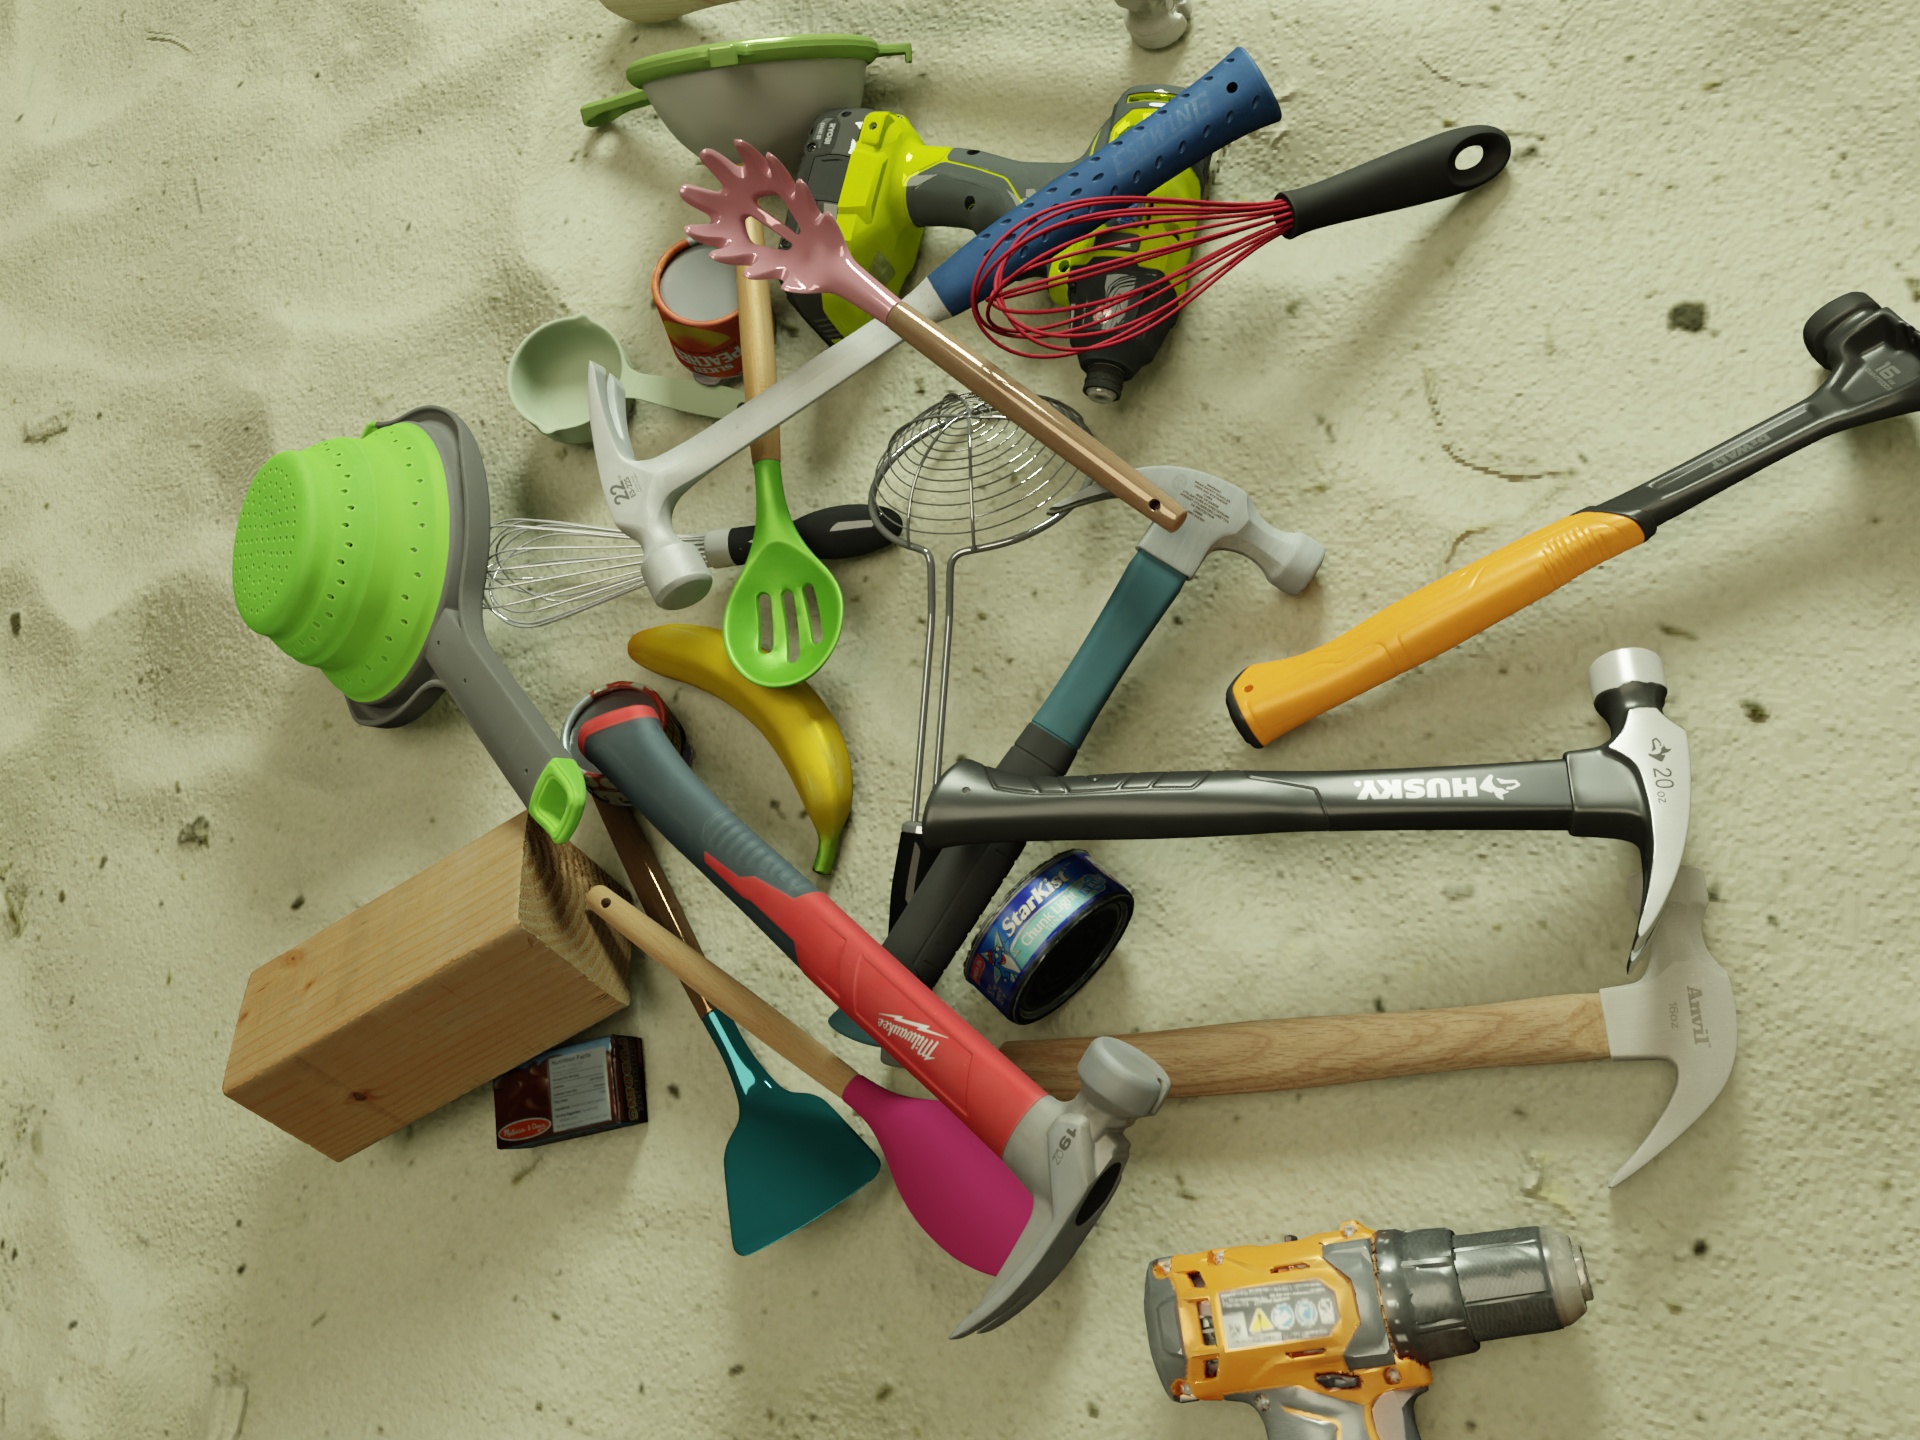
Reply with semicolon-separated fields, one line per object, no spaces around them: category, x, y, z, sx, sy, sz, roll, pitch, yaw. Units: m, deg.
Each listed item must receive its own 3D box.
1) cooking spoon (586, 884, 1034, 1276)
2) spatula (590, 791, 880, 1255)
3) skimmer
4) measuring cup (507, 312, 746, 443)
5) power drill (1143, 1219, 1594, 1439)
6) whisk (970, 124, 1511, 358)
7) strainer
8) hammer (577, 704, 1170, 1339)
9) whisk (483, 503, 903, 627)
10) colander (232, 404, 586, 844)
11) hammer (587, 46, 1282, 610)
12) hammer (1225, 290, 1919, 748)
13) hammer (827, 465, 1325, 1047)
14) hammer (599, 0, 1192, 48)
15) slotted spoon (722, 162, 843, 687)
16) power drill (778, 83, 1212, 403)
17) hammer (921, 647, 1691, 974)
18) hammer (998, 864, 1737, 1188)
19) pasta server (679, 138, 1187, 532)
cooking spoon;-0.075;0.170;0.801;0.319;0.017;0.069;31;74;23
spatula;-0.145;0.134;0.864;0.082;0.044;0.318;-30;63;-6
skimmer;-0.001;-0.003;0.847;0.127;0.090;0.363;4;88;23
measuring cup;-0.198;-0.201;0.991;0.167;0.038;0.083;12;78;9
power drill;0.182;0.322;0.650;0.185;0.084;0.226;-16;66;18
whisk;0.142;-0.243;0.782;0.296;0.073;0.073;-20;66;-11
strainer;-0.158;-0.372;0.992;0.256;0.151;0.069;9;113;44
hammer;-0.078;0.116;0.770;0.387;0.038;0.143;36;100;35
whisk;-0.168;-0.096;0.935;0.284;0.070;0.070;-5;74;17
colander;-0.331;-0.057;0.913;0.398;0.094;0.204;44;114;40
hammer;-0.023;-0.222;0.835;0.405;0.035;0.144;-31;74;11
hammer;0.275;-0.072;0.719;0.337;0.034;0.127;-29;34;18
hammer;0.040;0.020;0.786;0.128;0.033;0.331;32;89;-1
hammer;-0.072;-0.457;0.953;0.411;0.146;0.038;13;82;31
slotted spoon;-0.108;-0.168;0.891;0.070;0.031;0.314;-9;78;12
power drill;0.018;-0.265;0.886;0.223;0.080;0.171;9;80;23
hammer;0.147;0.041;0.710;0.335;0.035;0.146;-2;54;13
hammer;0.173;0.152;0.725;0.331;0.031;0.130;-11;71;21
pasta server;-0.016;-0.188;0.789;0.316;0.040;0.060;40;106;18
